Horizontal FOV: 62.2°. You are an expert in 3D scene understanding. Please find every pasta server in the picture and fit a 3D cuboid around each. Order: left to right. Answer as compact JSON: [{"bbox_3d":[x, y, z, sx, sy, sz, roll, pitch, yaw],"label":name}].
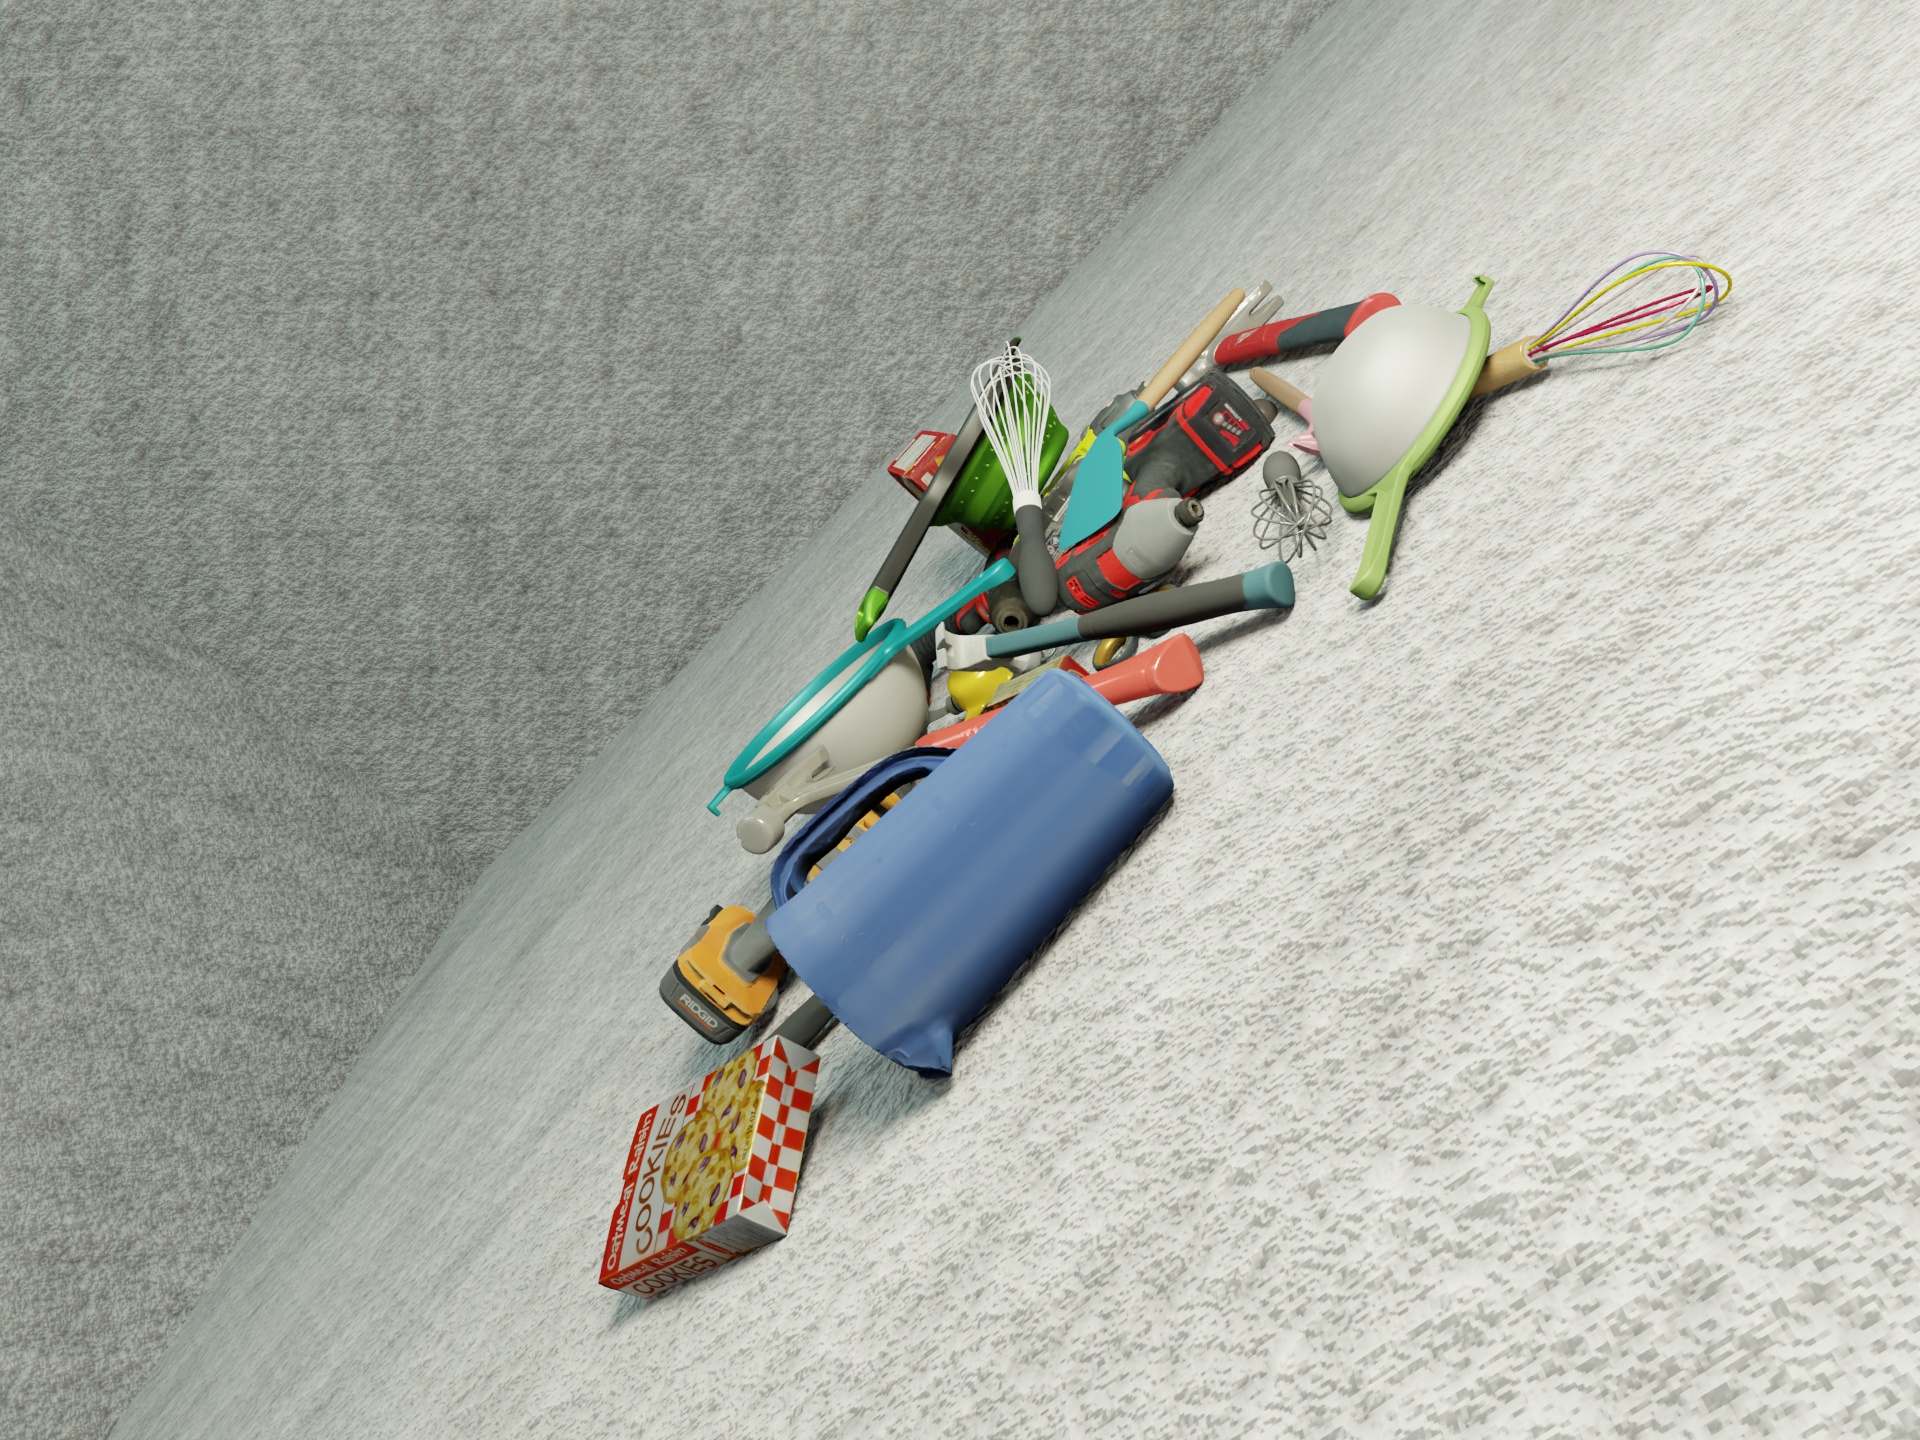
[{"bbox_3d":[0.266,-0.260,1.277,0.060,0.040,0.316,-55,13,16],"label":"pasta server"}]

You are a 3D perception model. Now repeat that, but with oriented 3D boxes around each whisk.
[{"bbox_3d":[0.051,-0.200,1.294,0.070,0.070,0.285,-37,46,37],"label":"whisk"},{"bbox_3d":[0.229,-0.158,1.117,0.055,0.055,0.239,-43,9,20],"label":"whisk"},{"bbox_3d":[0.358,-0.222,0.943,0.047,0.051,0.245,-15,0,-18],"label":"whisk"}]

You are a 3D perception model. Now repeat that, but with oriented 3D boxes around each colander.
[{"bbox_3d":[0.012,-0.190,1.434,0.204,0.094,0.397,-55,8,48],"label":"colander"}]

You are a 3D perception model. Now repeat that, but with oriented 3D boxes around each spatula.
[{"bbox_3d":[0.166,-0.261,1.300,0.317,0.044,0.082,-51,13,-32],"label":"spatula"}]

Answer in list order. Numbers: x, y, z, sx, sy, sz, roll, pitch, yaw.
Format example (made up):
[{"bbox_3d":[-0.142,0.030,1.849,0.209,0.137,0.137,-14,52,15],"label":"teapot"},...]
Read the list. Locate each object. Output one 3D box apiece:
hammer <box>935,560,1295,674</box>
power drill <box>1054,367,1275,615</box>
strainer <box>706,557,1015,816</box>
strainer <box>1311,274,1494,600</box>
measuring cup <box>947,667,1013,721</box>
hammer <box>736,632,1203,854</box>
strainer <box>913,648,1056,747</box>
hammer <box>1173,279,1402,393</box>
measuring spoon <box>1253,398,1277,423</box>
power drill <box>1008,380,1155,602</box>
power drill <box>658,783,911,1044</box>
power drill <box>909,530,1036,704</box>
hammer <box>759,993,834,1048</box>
[{"bbox_3d":[0.104,-0.069,1.136,0.331,0.128,0.033,-10,82,50],"label":"hammer"},{"bbox_3d":[0.166,-0.182,1.277,0.143,0.078,0.220,-32,19,47],"label":"power drill"},{"bbox_3d":[-0.056,-0.016,1.350,0.340,0.095,0.211,-34,13,34],"label":"strainer"},{"bbox_3d":[0.254,-0.177,1.001,0.151,0.069,0.256,-51,11,50],"label":"strainer"},{"bbox_3d":[-0.002,-0.004,1.328,0.062,0.029,0.157,-22,30,40],"label":"measuring cup"},{"bbox_3d":[0.009,0.009,1.145,0.359,0.036,0.149,-20,13,28],"label":"hammer"},{"bbox_3d":[-0.009,-0.009,1.430,0.258,0.050,0.087,-29,36,36],"label":"strainer"},{"bbox_3d":[0.308,-0.360,1.441,0.143,0.038,0.386,-47,14,-2],"label":"hammer"},{"bbox_3d":[0.218,-0.260,1.393,0.124,0.018,0.034,-9,47,38],"label":"measuring spoon"},{"bbox_3d":[0.122,-0.218,1.482,0.171,0.080,0.223,-54,8,31],"label":"power drill"},{"bbox_3d":[-0.126,0.135,1.269,0.226,0.084,0.185,-46,5,19],"label":"power drill"},{"bbox_3d":[-0.006,-0.079,1.540,0.226,0.080,0.188,-39,17,19],"label":"power drill"},{"bbox_3d":[-0.100,0.208,1.130,0.335,0.035,0.146,-46,14,7],"label":"hammer"}]
